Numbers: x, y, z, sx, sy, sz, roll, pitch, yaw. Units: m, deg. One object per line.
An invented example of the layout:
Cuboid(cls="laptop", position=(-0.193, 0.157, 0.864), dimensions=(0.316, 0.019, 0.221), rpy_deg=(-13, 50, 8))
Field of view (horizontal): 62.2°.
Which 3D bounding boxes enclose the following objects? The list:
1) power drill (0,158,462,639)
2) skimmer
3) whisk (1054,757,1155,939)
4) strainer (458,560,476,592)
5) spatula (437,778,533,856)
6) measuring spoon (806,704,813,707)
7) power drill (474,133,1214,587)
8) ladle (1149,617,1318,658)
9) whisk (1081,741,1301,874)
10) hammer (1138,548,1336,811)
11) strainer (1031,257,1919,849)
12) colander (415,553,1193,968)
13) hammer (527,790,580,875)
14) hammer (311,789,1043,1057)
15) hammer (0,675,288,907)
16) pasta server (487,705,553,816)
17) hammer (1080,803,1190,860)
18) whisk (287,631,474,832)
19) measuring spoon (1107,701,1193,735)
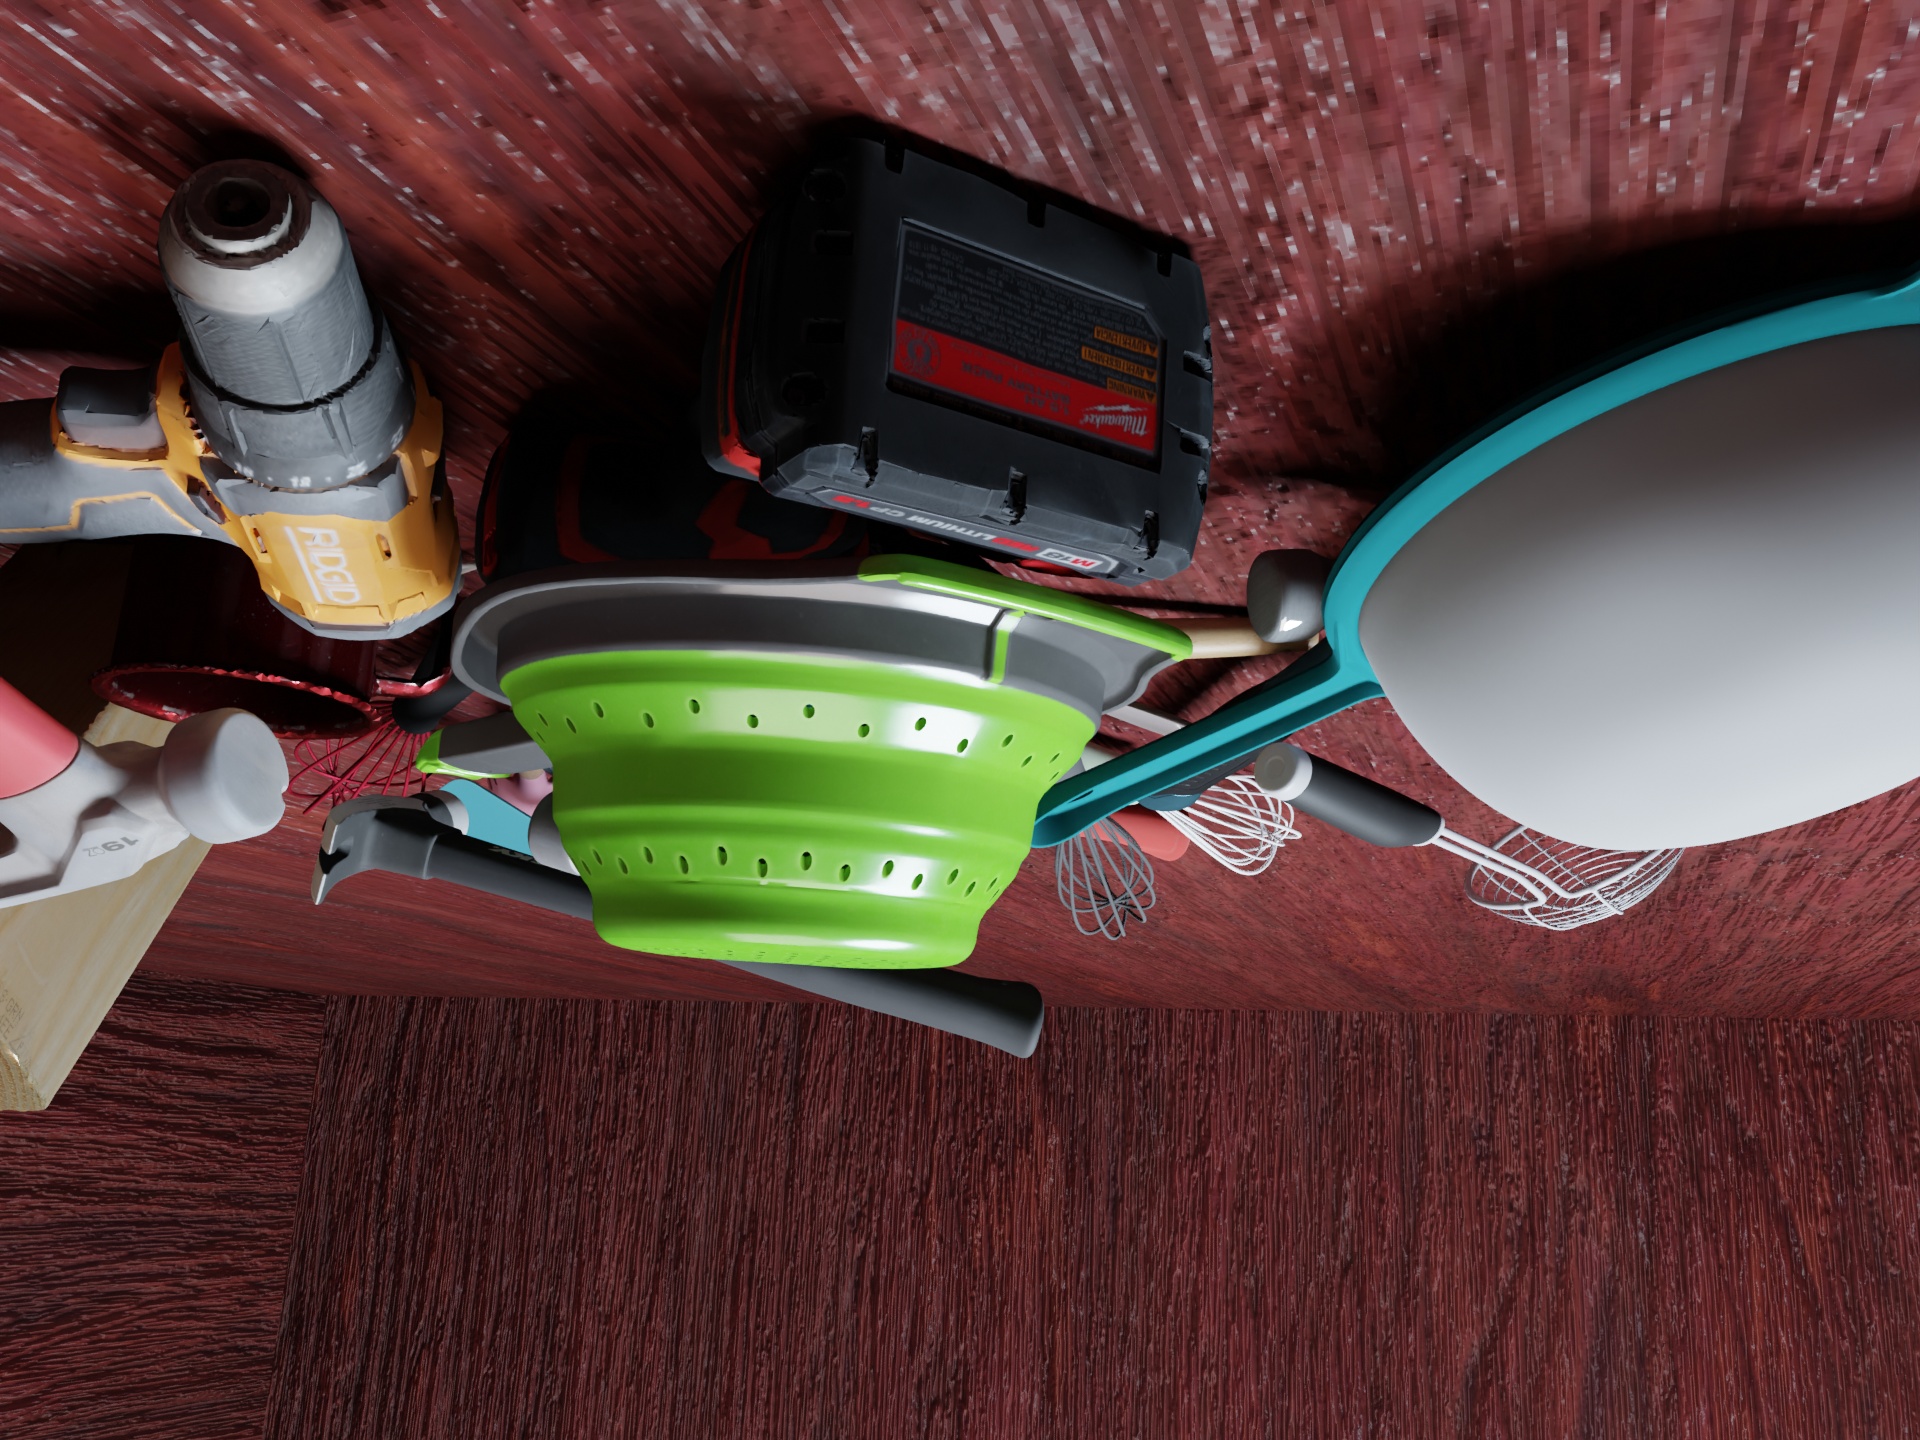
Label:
Cuboid(cls="power drill", position=(-0.255, -0.083, 0.420), dimensions=(0.226, 0.084, 0.185), rpy_deg=(1, 159, -11))
Cuboid(cls="skimmer", position=(0.246, 0.037, 0.773), dimensions=(0.127, 0.090, 0.363), rpy_deg=(-24, 150, 37))
Cuboid(cls="whisk", position=(0.055, 0.043, 0.801), dimensions=(0.055, 0.055, 0.238), rpy_deg=(-3, 144, 19))
Cuboid(cls="strainer", position=(-0.285, -0.035, 0.686), dimensions=(0.258, 0.050, 0.086), rpy_deg=(-14, 174, 39))
Cuboid(cls="spatula", position=(-0.191, 0.063, 0.966), dimensions=(0.082, 0.044, 0.317), rpy_deg=(-36, 162, 30))
Cuboid(cls="measuring spoon", position=(-0.048, -0.009, 0.795), dimensions=(0.128, 0.021, 0.042), rpy_deg=(-1, 175, -25))
Cuboid(cls="power drill", position=(-0.022, -0.063, 0.462), dimensions=(0.187, 0.080, 0.227), rpy_deg=(11, 166, -29))
Cuboid(cls="ladle", position=(-0.014, -0.041, 0.628), dimensions=(0.320, 0.062, 0.078), rpy_deg=(-2, 167, -9))
Cuboid(cls="whisk", position=(0.101, 0.036, 0.873), dimensions=(0.246, 0.058, 0.059), rpy_deg=(20, 170, -37))
Cuboid(cls="hammer", position=(0.132, -0.007, 0.660), dimensions=(0.128, 0.033, 0.331), rpy_deg=(-3, 167, -11))
Cuboid(cls="strainer", position=(0.164, 0.004, 0.468), dimensions=(0.340, 0.095, 0.210), rpy_deg=(-26, 152, 28))
Cuboid(cls="colander", position=(-0.100, 0.032, 0.533), dimensions=(0.204, 0.094, 0.397), rpy_deg=(12, 167, -38))
Cuboid(cls="hammer", position=(-0.045, 0.072, 0.825), dimensions=(0.144, 0.035, 0.405), rpy_deg=(14, -178, 21))
Cuboid(cls="hammer", position=(-0.125, 0.092, 0.715), dimensions=(0.335, 0.035, 0.146), rpy_deg=(15, -177, 5))
Cuboid(cls="hammer", position=(-0.312, -0.065, 0.324), dimensions=(0.143, 0.038, 0.385), rpy_deg=(-14, 144, 8))
Cuboid(cls="pasta server", position=(-0.232, 0.011, 0.860), dimensions=(0.060, 0.040, 0.316), rpy_deg=(6, 163, -13))
Cuboid(cls="hammer", position=(0.000, 0.043, 0.897), dimensions=(0.358, 0.037, 0.149), rpy_deg=(12, -179, -44))
Cuboid(cls="whisk", position=(-0.277, 0.002, 0.792), dimensions=(0.073, 0.073, 0.296), rpy_deg=(12, 157, -31))
Cuboid(cls="measuring spoon", position=(0.059, -0.014, 0.656), dimensions=(0.124, 0.018, 0.034), rpy_deg=(23, 166, 42))
